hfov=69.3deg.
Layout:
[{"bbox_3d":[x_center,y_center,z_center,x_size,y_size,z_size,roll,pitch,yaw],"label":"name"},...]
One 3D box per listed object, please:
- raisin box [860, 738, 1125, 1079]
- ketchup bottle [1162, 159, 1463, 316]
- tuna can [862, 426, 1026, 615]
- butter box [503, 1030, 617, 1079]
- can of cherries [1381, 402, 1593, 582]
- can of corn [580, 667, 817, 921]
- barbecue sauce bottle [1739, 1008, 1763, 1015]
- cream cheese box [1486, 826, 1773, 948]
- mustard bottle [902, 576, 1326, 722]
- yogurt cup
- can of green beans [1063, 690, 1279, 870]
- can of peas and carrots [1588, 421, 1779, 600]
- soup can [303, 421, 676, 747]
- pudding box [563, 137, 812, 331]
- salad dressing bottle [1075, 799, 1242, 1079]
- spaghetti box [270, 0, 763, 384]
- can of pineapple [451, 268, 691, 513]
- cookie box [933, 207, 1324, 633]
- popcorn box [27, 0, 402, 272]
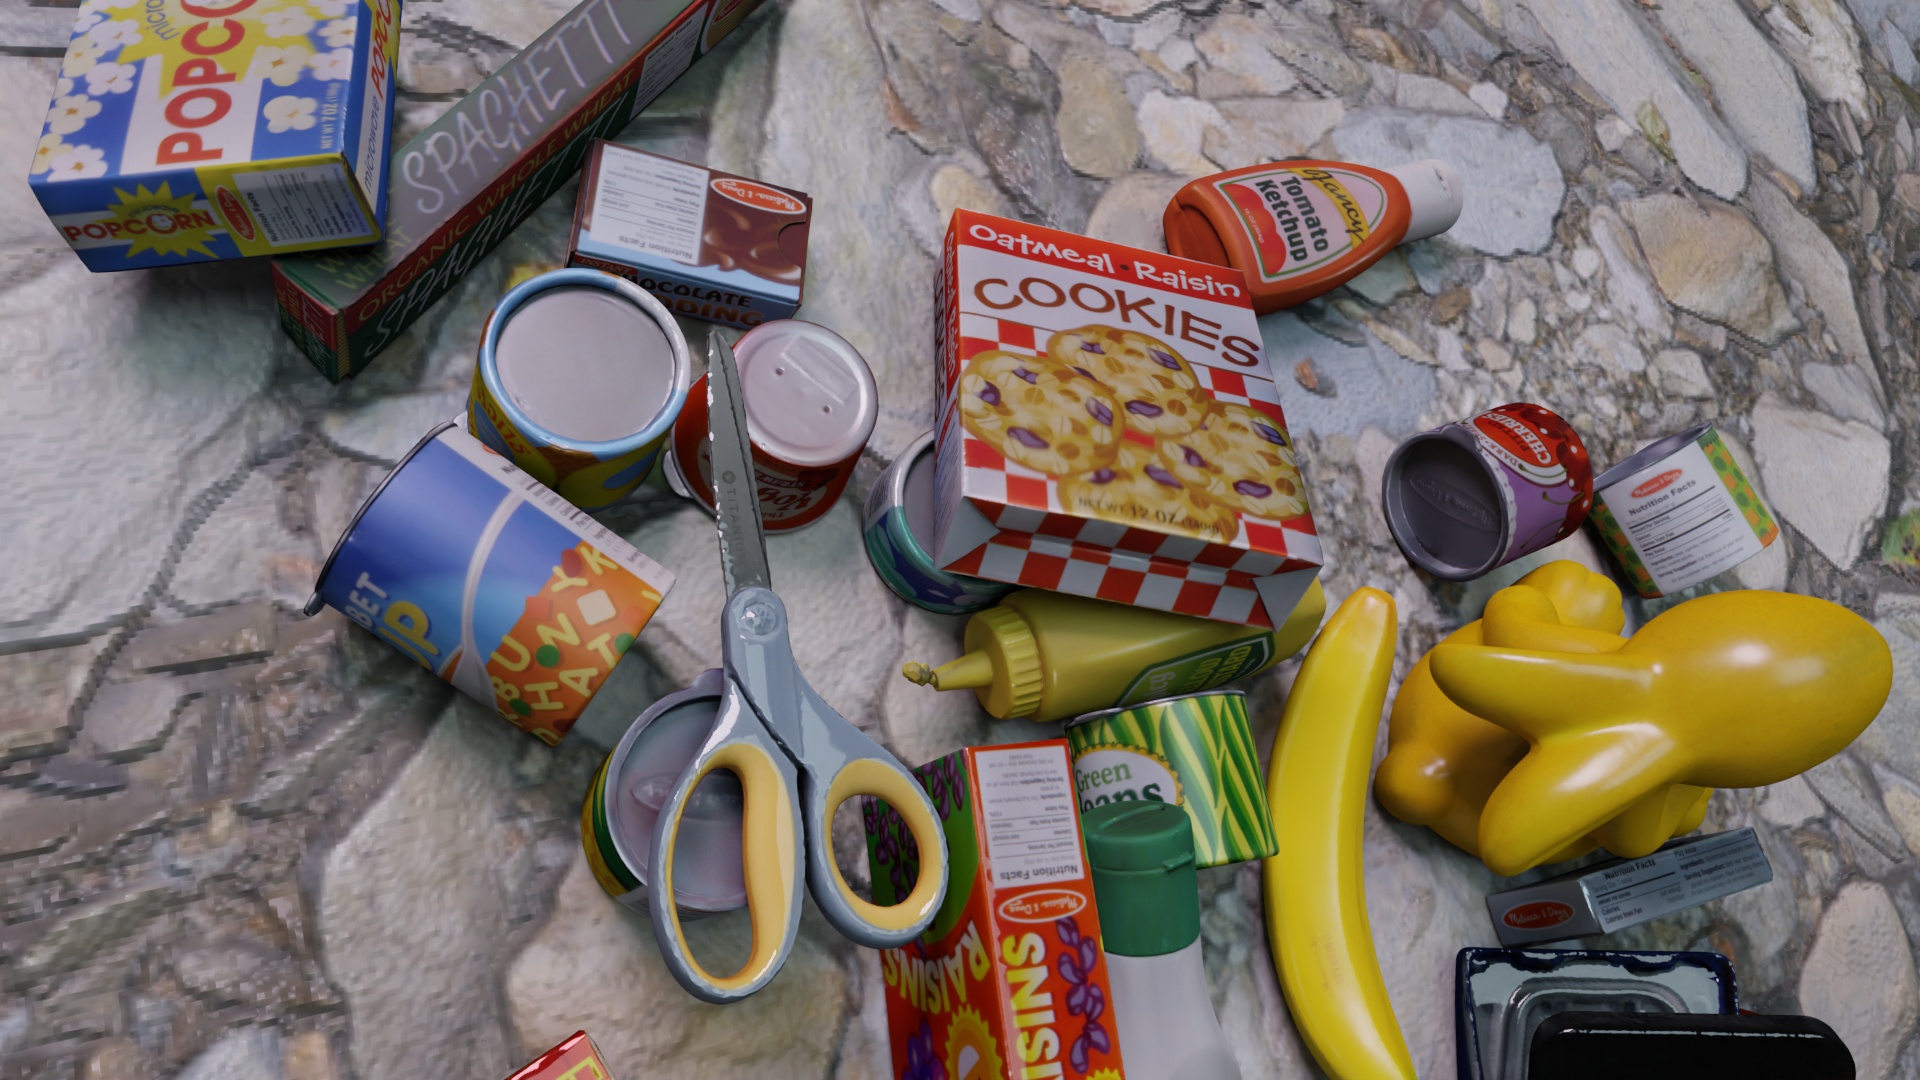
[{"bbox_3d":[0.008,0.131,0.436,0.040,0.085,0.123,1,71,-28],"label":"raisin box"},{"bbox_3d":[0.165,-0.143,0.630,0.149,0.043,0.065,-19,80,-29],"label":"ketchup bottle"},{"bbox_3d":[0.002,-0.006,0.514,0.071,0.032,0.071,8,68,-20],"label":"tuna can"},{"bbox_3d":[-0.106,0.199,0.397,0.053,0.024,0.103,-29,85,-30],"label":"butter box"},{"bbox_3d":[0.227,-0.024,0.597,0.058,0.071,0.071,-18,79,-28],"label":"can of cherries"},{"bbox_3d":[-0.081,0.081,0.432,0.071,0.058,0.071,8,69,-21],"label":"can of corn"},{"bbox_3d":[0.300,0.261,0.539,0.065,0.043,0.149,22,64,-8],"label":"barbecue sauce bottle"},{"bbox_3d":[0.274,0.142,0.567,0.104,0.053,0.024,-7,73,-26],"label":"cream cheese box"},{"bbox_3d":[0.054,0.036,0.506,0.161,0.065,0.049,-12,62,-22],"label":"mustard bottle"},{"bbox_3d":[-0.063,-0.042,0.487,0.072,0.053,0.072,8,68,-22],"label":"yogurt cup"},{"bbox_3d":[0.074,0.088,0.492,0.071,0.071,0.058,-3,73,-24],"label":"can of green beans"},{"bbox_3d":[0.331,-0.014,0.643,0.071,0.070,0.059,-27,84,-29],"label":"can of peas and carrots"},{"bbox_3d":[-0.142,0.017,0.425,0.084,0.071,0.072,36,61,-8],"label":"soup can"},{"bbox_3d":[-0.099,-0.110,0.510,0.084,0.030,0.050,10,67,-20],"label":"pudding box"},{"bbox_3d":[0.060,0.158,0.441,0.064,0.044,0.147,-11,100,-37],"label":"salad dressing bottle"},{"bbox_3d":[-0.143,-0.155,0.496,0.028,0.050,0.251,38,61,-5],"label":"spaghetti box"},{"bbox_3d":[-0.128,-0.047,0.458,0.071,0.057,0.071,8,69,-21],"label":"can of pineapple"},{"bbox_3d":[0.053,-0.049,0.507,0.123,0.040,0.168,10,44,-12],"label":"cookie box"},{"bbox_3d":[-0.224,-0.143,0.431,0.085,0.038,0.127,-8,56,-6],"label":"popcorn box"}]
